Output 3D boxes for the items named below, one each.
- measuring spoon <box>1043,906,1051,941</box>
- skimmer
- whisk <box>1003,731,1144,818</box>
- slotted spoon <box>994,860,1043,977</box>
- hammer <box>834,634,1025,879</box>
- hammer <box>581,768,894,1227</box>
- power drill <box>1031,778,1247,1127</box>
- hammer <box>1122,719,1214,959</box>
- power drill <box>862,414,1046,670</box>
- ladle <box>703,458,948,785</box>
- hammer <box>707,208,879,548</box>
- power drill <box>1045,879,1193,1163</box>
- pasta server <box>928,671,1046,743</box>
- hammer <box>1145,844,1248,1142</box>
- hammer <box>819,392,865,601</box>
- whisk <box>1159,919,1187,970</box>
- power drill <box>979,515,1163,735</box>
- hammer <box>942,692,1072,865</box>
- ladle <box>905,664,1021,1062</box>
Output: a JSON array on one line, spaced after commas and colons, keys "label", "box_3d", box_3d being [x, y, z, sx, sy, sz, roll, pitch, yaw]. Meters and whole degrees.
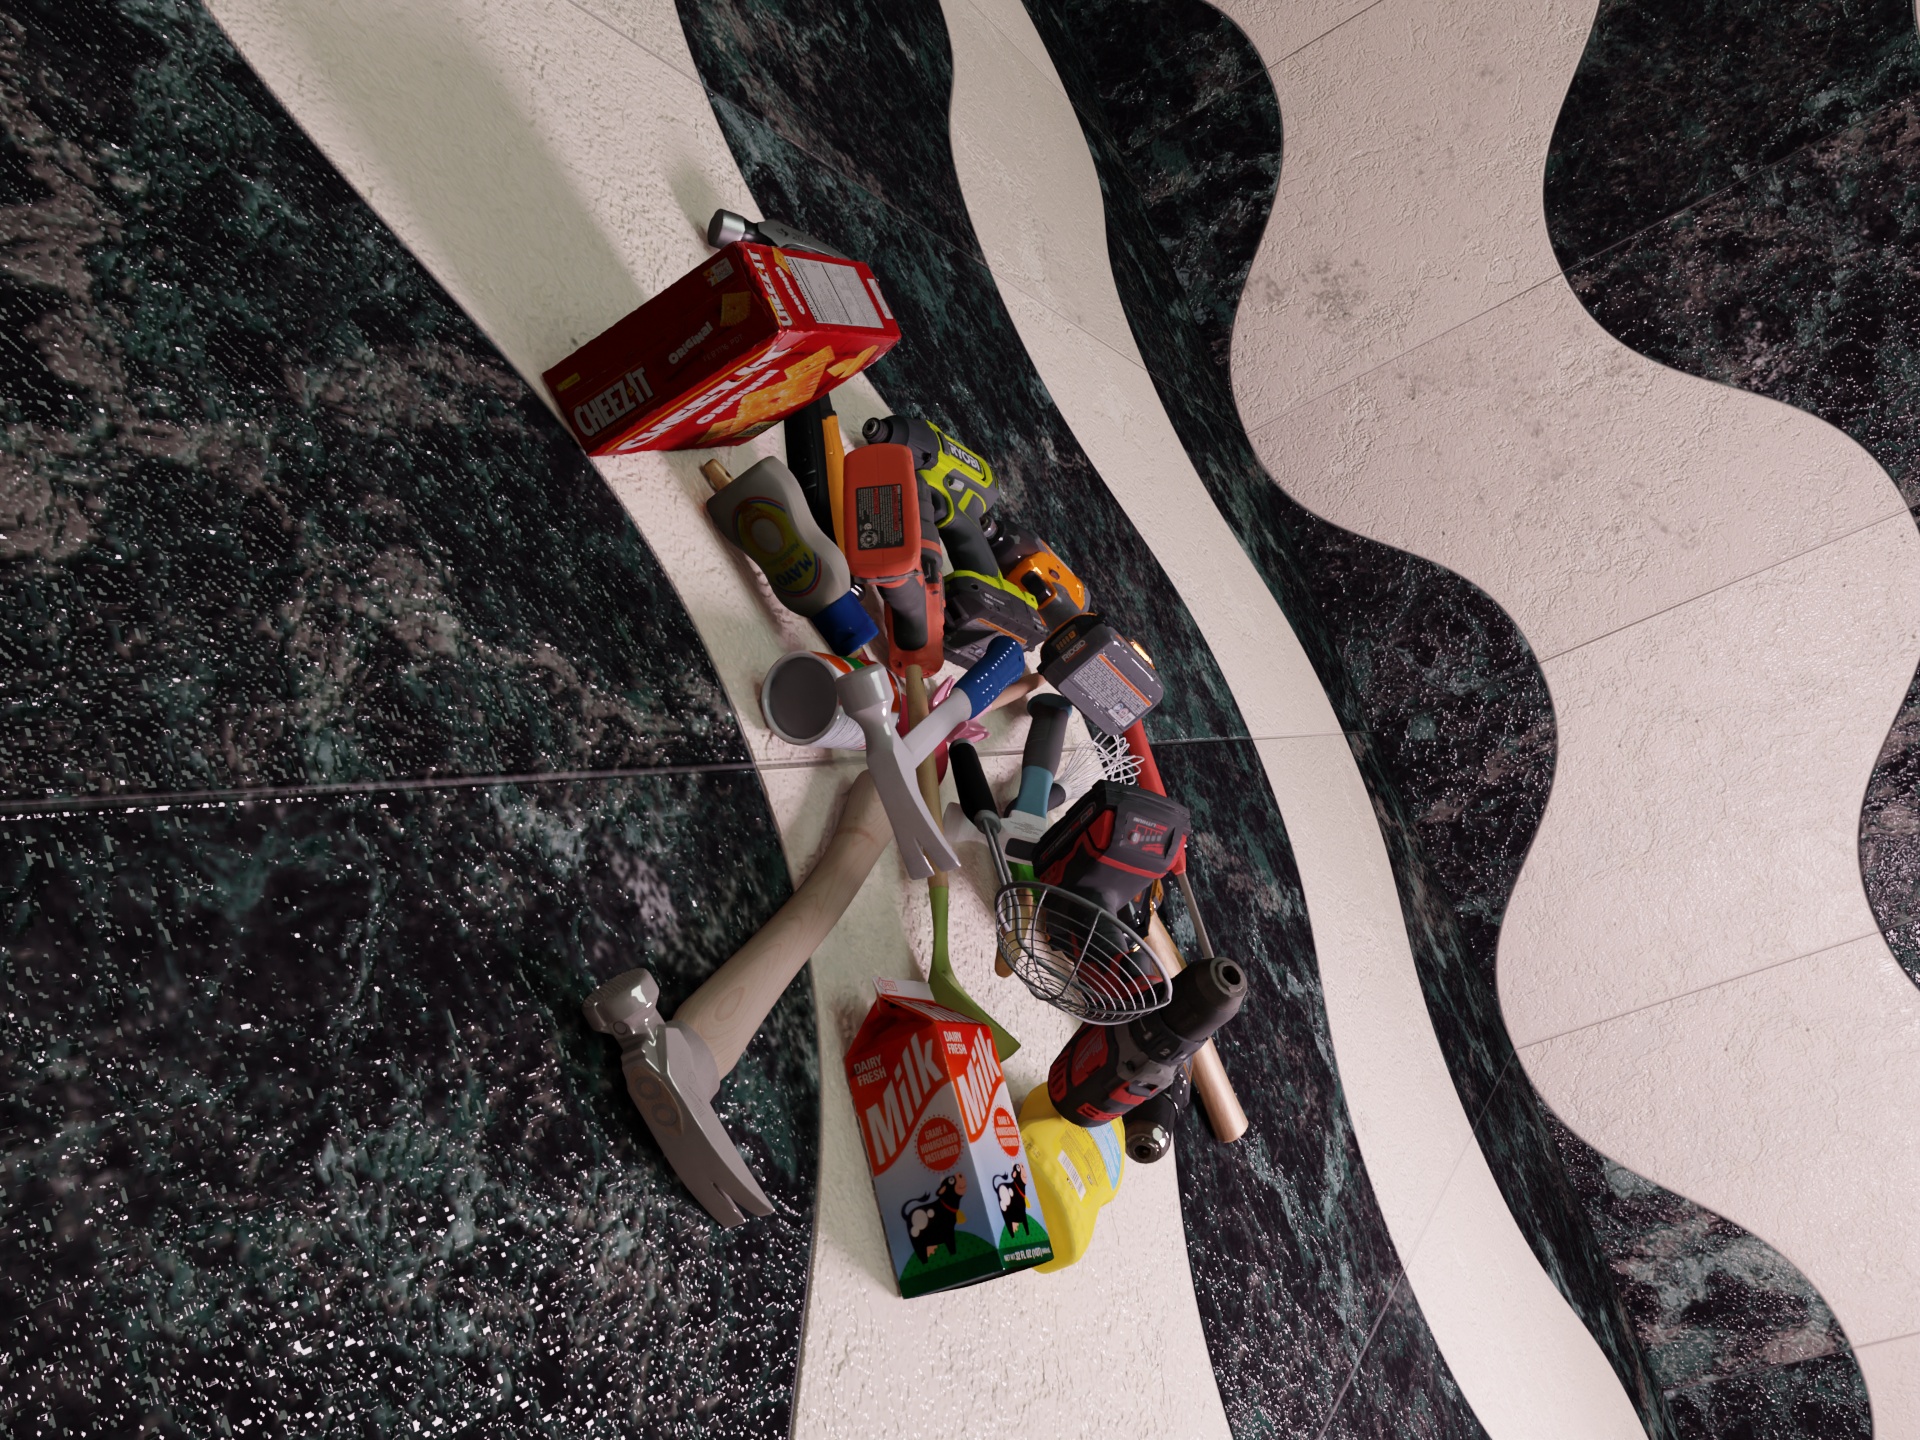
[{"label": "measuring spoon", "box_3d": [0.072, 0.144, 1.379, 0.021, 0.011, 0.117, 43, 35, -46]}, {"label": "skimmer", "box_3d": [0.054, 0.088, 1.128, 0.127, 0.090, 0.364, 51, 9, -27]}, {"label": "whisk", "box_3d": [0.102, 0.059, 1.476, 0.284, 0.070, 0.070, -21, 86, -63]}, {"label": "slotted spoon", "box_3d": [0.045, 0.140, 1.217, 0.314, 0.031, 0.070, -57, 127, -79]}, {"label": "hammer", "box_3d": [-0.002, -0.004, 1.184, 0.405, 0.035, 0.144, -45, 117, -73]}, {"label": "hammer", "box_3d": [-0.095, 0.135, 0.984, 0.146, 0.038, 0.411, 62, 22, -11]}, {"label": "power drill", "box_3d": [0.125, 0.153, 1.121, 0.080, 0.187, 0.227, 19, 46, -22]}, {"label": "hammer", "box_3d": [0.213, 0.115, 1.652, 0.149, 0.036, 0.359, 54, 18, -62]}, {"label": "power drill", "box_3d": [-0.012, -0.165, 1.426, 0.171, 0.080, 0.223, 22, 45, -52]}, {"label": "ladle", "box_3d": [-0.095, -0.070, 1.211, 0.315, 0.031, 0.069, 53, 25, -22]}, {"label": "hammer", "box_3d": [-0.124, -0.268, 1.278, 0.146, 0.035, 0.335, 11, 55, -30]}, {"label": "power drill", "box_3d": [0.139, 0.233, 1.313, 0.185, 0.084, 0.226, -64, 139, -61]}, {"label": "pasta server", "box_3d": [0.035, -0.022, 1.430, 0.060, 0.040, 0.316, 57, 21, 3]}, {"label": "hammer", "box_3d": [0.195, 0.240, 1.466, 0.130, 0.031, 0.331, -31, 104, -31]}, {"label": "hammer", "box_3d": [-0.109, -0.230, 1.333, 0.127, 0.034, 0.337, 36, 36, -48]}, {"label": "whisk", "box_3d": [0.165, 0.178, 1.515, 0.047, 0.051, 0.244, -51, 123, -31]}, {"label": "power drill", "box_3d": [0.093, -0.103, 1.533, 0.164, 0.084, 0.227, 40, 14, -41]}, {"label": "hammer", "box_3d": [0.067, 0.043, 1.382, 0.128, 0.033, 0.331, 17, 22, 1]}, {"label": "ladle", "box_3d": [-0.007, 0.096, 1.158, 0.078, 0.062, 0.320, 51, 27, -58]}]
